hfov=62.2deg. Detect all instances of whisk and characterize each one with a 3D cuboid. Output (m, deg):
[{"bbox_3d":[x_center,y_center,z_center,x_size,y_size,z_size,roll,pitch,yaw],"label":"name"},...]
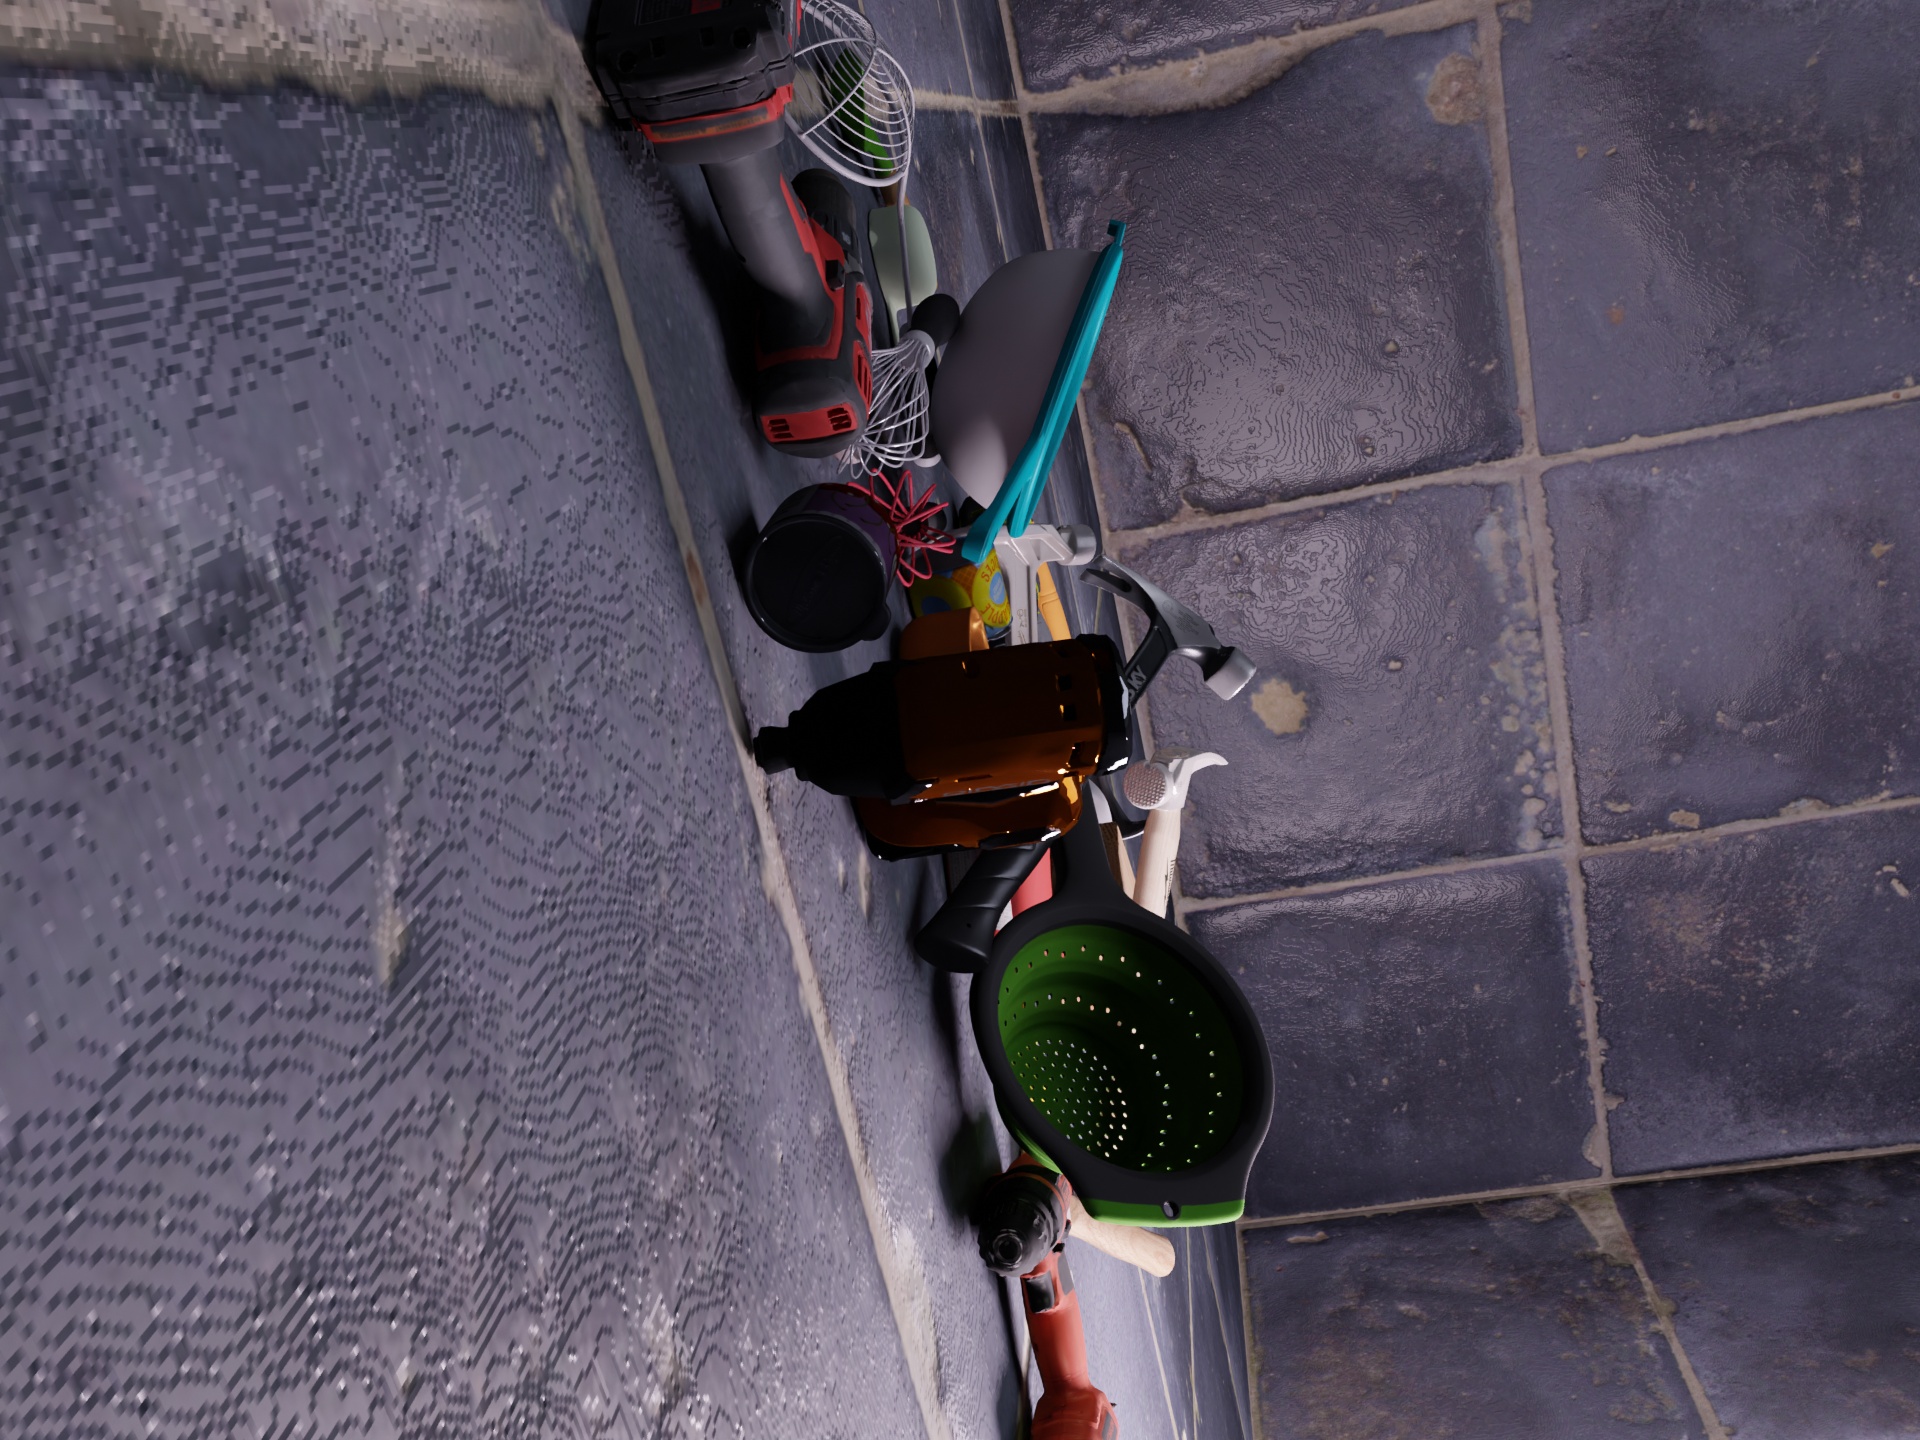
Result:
[{"bbox_3d":[-0.033,-0.121,0.991,0.296,0.073,0.073,-65,144,-81],"label":"whisk"},{"bbox_3d":[-0.032,-0.209,0.940,0.285,0.070,0.070,-70,150,-60],"label":"whisk"}]

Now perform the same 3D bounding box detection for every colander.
[{"bbox_3d":[0.074,0.156,1.051,0.094,0.204,0.398,122,-33,-44],"label":"colander"}]

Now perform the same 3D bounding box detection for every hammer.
[{"bbox_3d":[0.150,0.223,1.324,0.146,0.038,0.410,-12,114,-60],"label":"hammer"},{"bbox_3d":[0.076,0.025,1.064,0.149,0.036,0.409,41,44,-2],"label":"hammer"},{"bbox_3d":[0.111,-0.041,1.586,0.127,0.034,0.337,-11,-81,57],"label":"hammer"},{"bbox_3d":[0.042,0.032,1.200,0.037,0.149,0.359,9,-76,54],"label":"hammer"},{"bbox_3d":[0.113,0.399,1.253,0.331,0.031,0.130,47,33,-57],"label":"hammer"}]

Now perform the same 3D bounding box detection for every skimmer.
[{"bbox_3d":[-0.066,-0.301,1.049,0.363,0.090,0.127,84,7,-55],"label":"skimmer"}]

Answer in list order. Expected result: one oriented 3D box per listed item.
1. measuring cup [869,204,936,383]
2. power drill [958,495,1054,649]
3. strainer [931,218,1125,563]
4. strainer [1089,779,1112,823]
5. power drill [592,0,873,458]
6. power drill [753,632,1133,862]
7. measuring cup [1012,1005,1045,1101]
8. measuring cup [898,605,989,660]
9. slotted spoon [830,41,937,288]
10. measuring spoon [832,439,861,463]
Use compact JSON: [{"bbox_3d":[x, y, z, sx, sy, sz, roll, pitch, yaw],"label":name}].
[{"bbox_3d":[-0.034,-0.309,1.199,0.083,0.038,0.168,38,41,-75],"label":"measuring cup"},{"bbox_3d":[0.055,-0.060,1.356,0.191,0.080,0.228,-93,166,-45],"label":"power drill"},{"bbox_3d":[0.018,-0.205,1.054,0.341,0.095,0.210,-65,175,-52],"label":"strainer"},{"bbox_3d":[0.104,0.098,1.496,0.256,0.069,0.151,28,53,-79],"label":"strainer"},{"bbox_3d":[-0.090,-0.262,0.754,0.226,0.080,0.188,72,13,-53],"label":"power drill"},{"bbox_3d":[-0.009,0.017,0.774,0.226,0.164,0.084,94,-12,-80],"label":"power drill"},{"bbox_3d":[0.042,0.240,1.174,0.156,0.029,0.062,-111,-171,-81],"label":"measuring cup"},{"bbox_3d":[-0.002,-0.003,1.067,0.173,0.052,0.095,73,13,-53],"label":"measuring cup"},{"bbox_3d":[-0.054,-0.411,1.230,0.313,0.031,0.070,52,30,-73],"label":"slotted spoon"},{"bbox_3d":[-0.079,-0.202,0.939,0.034,0.018,0.124,51,24,-60],"label":"measuring spoon"}]
